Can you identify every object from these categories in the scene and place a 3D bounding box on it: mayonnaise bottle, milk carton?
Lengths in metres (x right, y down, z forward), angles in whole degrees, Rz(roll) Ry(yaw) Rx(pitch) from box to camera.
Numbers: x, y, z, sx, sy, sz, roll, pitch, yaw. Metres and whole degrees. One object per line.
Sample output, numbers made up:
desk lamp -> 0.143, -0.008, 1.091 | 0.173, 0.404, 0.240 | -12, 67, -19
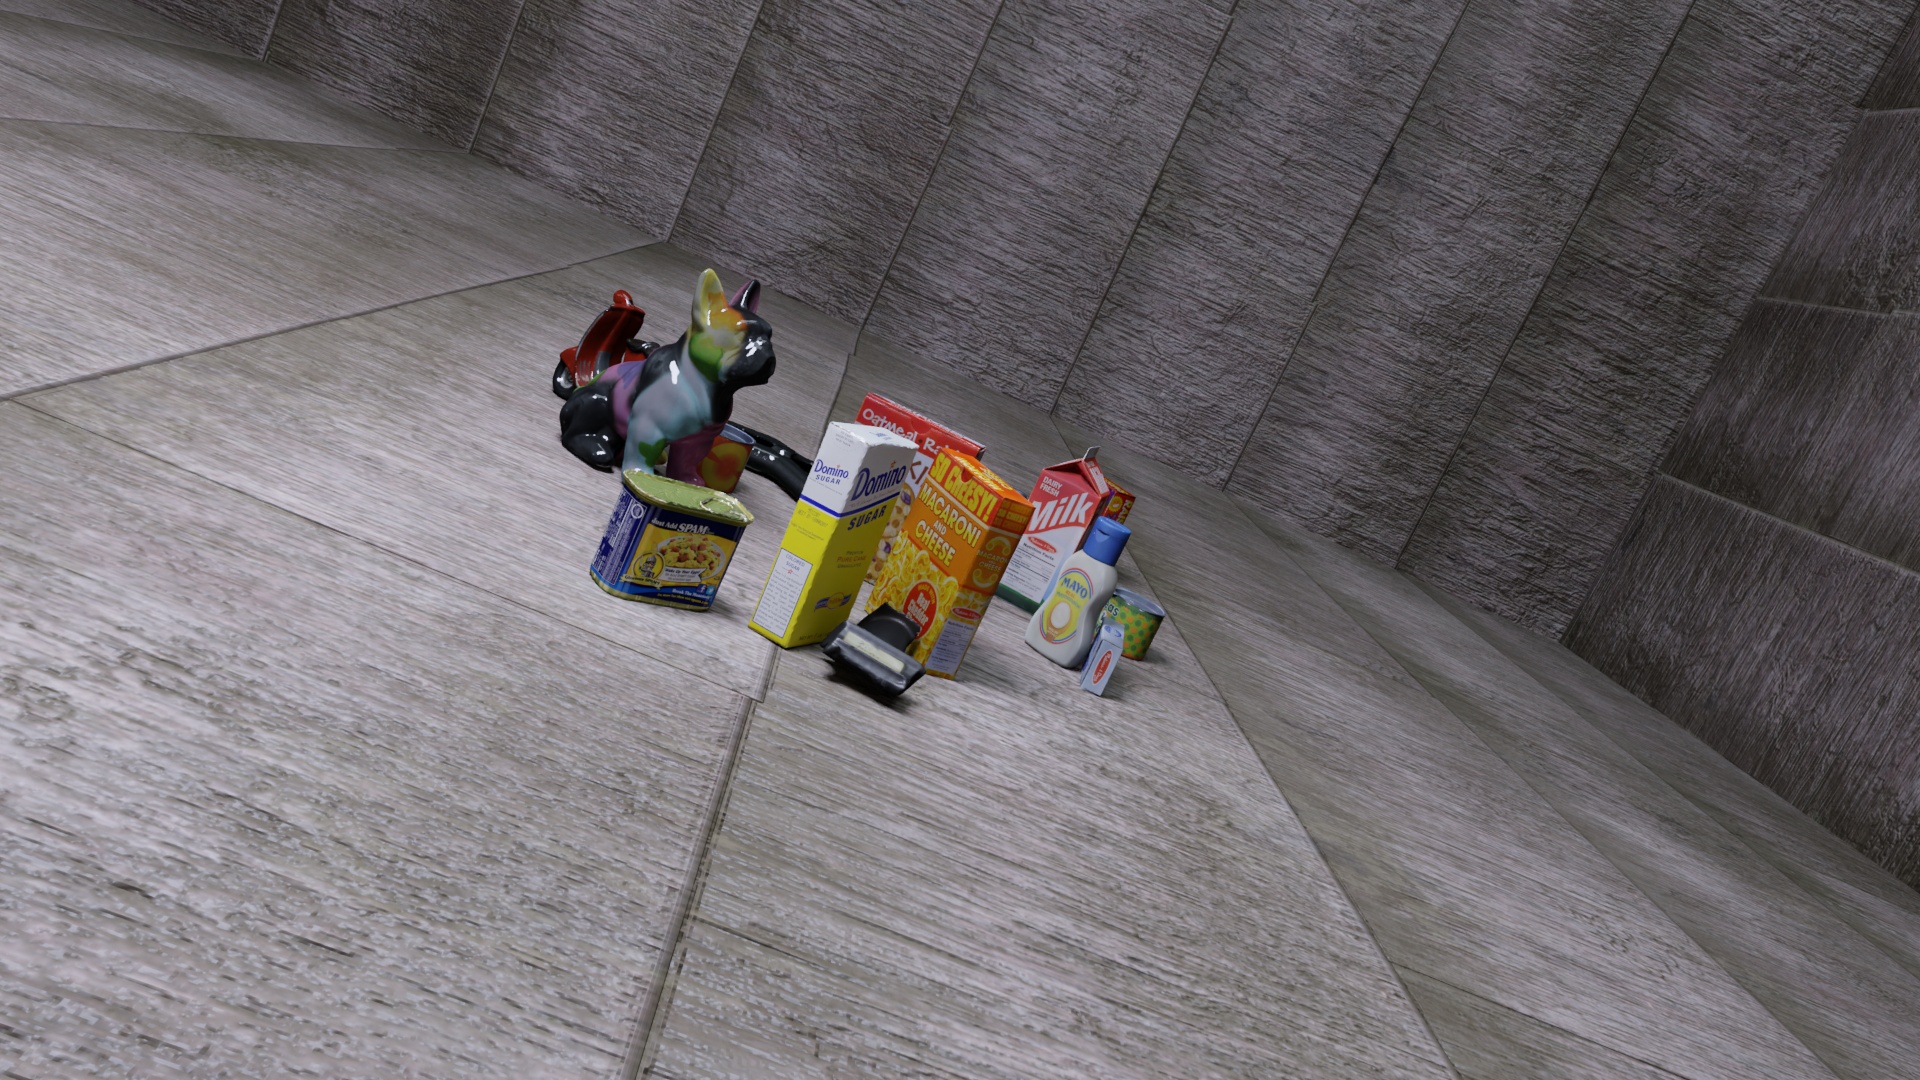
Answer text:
mayonnaise bottle -> 0.120, 0.049, 1.372 | 0.065, 0.147, 0.041 | 32, 13, 31
milk carton -> 0.105, -0.017, 1.522 | 0.073, 0.190, 0.072 | 27, 12, 10

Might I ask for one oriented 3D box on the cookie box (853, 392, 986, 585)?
cookie box -> -0.066, -0.042, 1.344 | 0.123, 0.167, 0.040 | 26, 12, 6

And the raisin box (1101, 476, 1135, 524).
raisin box -> 0.170, -0.022, 1.827 | 0.040, 0.123, 0.086 | 18, 14, -33

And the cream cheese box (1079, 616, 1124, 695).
cream cheese box -> 0.140, 0.113, 1.367 | 0.024, 0.053, 0.104 | 26, 12, 3

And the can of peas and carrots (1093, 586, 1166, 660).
can of peas and carrots -> 0.183, 0.091, 1.531 | 0.071, 0.058, 0.071 | 24, 12, -5

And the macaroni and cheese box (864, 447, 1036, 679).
macaroni and cheese box -> -0.013, 0.017, 1.200 | 0.040, 0.166, 0.124 | 17, 14, -34

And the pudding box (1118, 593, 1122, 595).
pudding box -> 0.146, 0.072, 1.558 | 0.030, 0.049, 0.084 | 34, 15, 37

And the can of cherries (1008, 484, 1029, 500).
can of cherries -> 0.048, -0.045, 1.841 | 0.071, 0.058, 0.071 | 24, 12, -5

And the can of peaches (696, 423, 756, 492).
can of peaches -> -0.254, -0.089, 1.431 | 0.071, 0.058, 0.071 | 24, 12, -5
